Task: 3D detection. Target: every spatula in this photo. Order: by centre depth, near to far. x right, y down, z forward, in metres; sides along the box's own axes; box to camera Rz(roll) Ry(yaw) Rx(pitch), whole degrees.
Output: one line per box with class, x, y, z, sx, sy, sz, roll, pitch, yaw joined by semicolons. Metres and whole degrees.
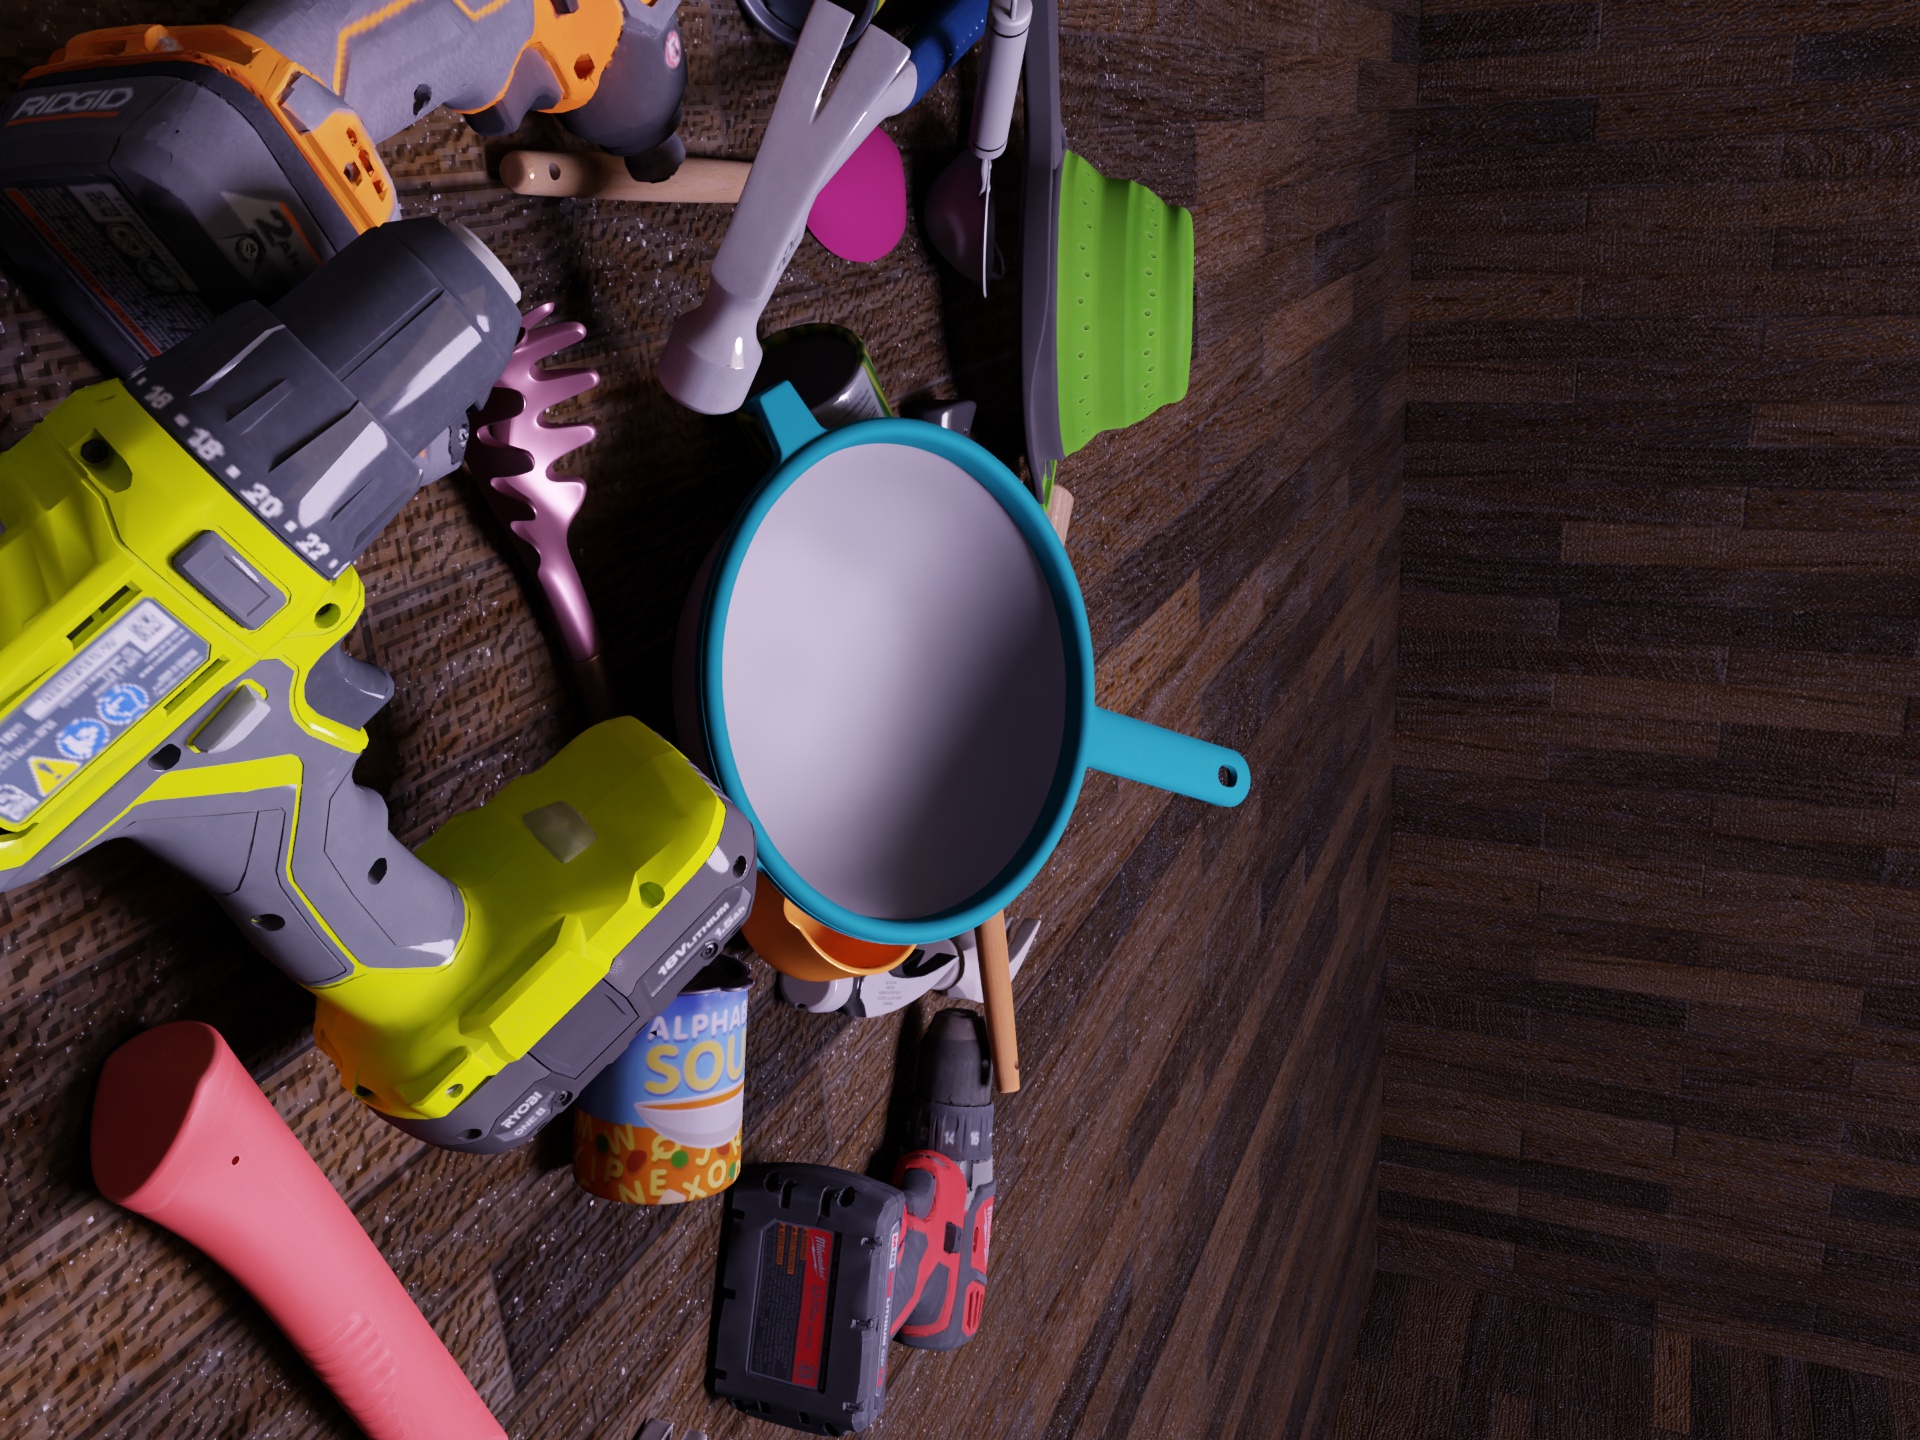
spatula;0.017;0.048;0.909;0.081;0.041;0.323;12;70;-67

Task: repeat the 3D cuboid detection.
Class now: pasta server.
pasta server;-0.128;-0.005;0.606;0.060;0.040;0.316;-74;158;-50

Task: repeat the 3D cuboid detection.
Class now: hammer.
hammer;-0.178;0.223;0.538;0.149;0.037;0.358;-61;148;-44
hammer;-0.027;-0.277;0.690;0.144;0.035;0.406;-56;-171;37
hammer;-0.027;-0.012;0.849;0.146;0.035;0.335;22;74;-66
hammer;0.033;0.011;0.997;0.130;0.031;0.331;36;61;-63

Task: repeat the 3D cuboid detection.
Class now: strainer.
strainer;-0.001;-0.002;0.711;0.340;0.095;0.211;16;77;-44
strainer;0.011;-0.284;0.782;0.258;0.050;0.087;112;-19;-78

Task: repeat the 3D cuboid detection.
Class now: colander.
colander;0.083;-0.307;0.882;0.205;0.094;0.396;-79;168;-51

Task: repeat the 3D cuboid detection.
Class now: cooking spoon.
cooking spoon;-0.089;-0.228;0.674;0.319;0.017;0.068;-35;125;-61

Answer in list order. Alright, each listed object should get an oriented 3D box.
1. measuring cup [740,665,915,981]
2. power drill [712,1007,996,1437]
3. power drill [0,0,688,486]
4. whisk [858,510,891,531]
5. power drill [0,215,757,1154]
measuring cup;-0.078;0.037;0.728;0.095;0.052;0.173;-23;91;-47
power drill;-0.036;0.253;0.833;0.226;0.080;0.188;13;83;-70
power drill;-0.150;-0.173;0.455;0.164;0.084;0.227;64;38;-51
whisk;0.004;-0.070;0.810;0.238;0.055;0.055;28;69;-60
power drill;-0.147;0.004;0.407;0.190;0.080;0.228;-45;142;-10
